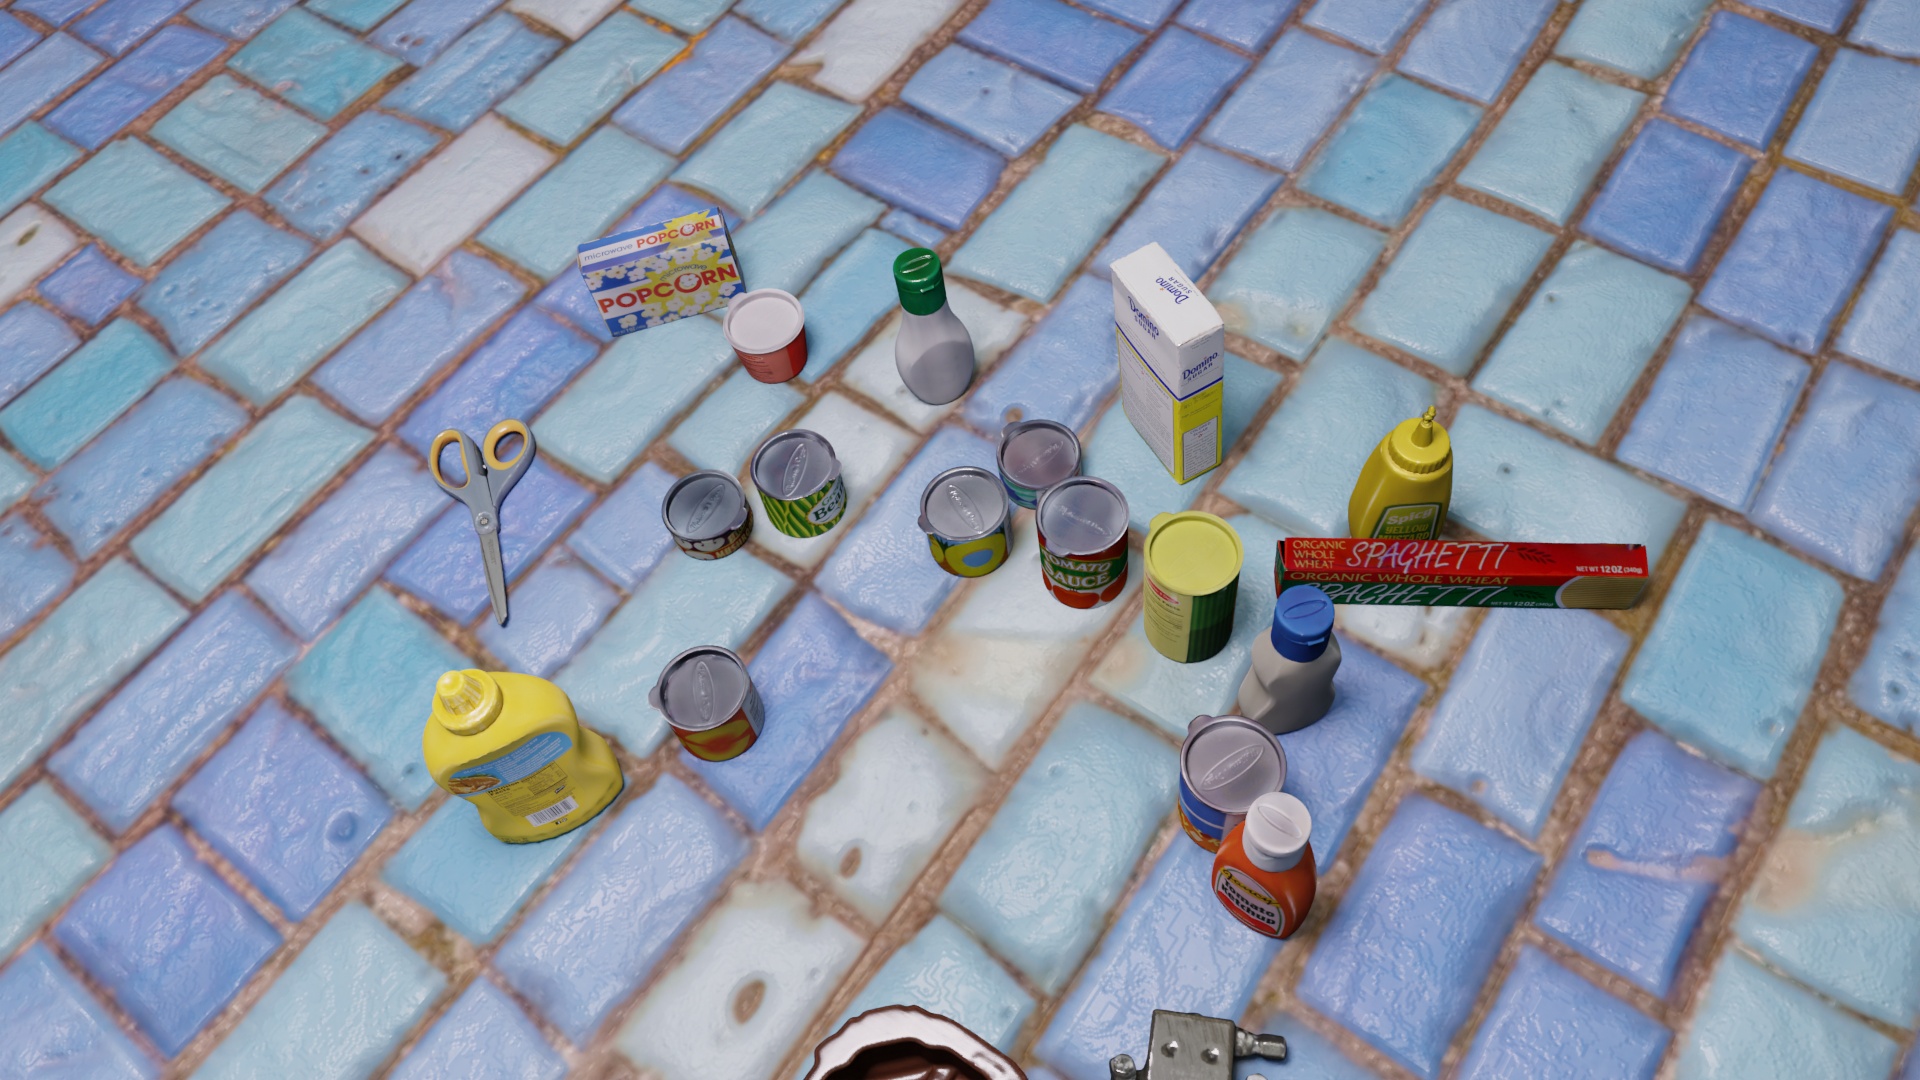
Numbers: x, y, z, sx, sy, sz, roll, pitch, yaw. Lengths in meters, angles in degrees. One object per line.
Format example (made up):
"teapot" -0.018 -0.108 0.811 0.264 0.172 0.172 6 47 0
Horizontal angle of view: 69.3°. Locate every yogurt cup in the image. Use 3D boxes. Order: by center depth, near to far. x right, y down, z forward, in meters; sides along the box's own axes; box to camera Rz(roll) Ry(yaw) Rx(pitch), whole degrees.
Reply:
"yogurt cup" -0.160 -0.169 1.166 0.072 0.053 0.073 -3 58 5

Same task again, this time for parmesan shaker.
"parmesan shaker" 0.160 0.032 0.976 0.071 0.102 0.071 -3 58 5

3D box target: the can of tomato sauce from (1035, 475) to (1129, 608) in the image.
"can of tomato sauce" 0.089 0.004 1.013 0.071 0.082 0.071 -3 58 5

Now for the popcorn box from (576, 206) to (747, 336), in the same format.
"popcorn box" -0.255 -0.231 1.197 0.127 0.085 0.038 -16 58 -3

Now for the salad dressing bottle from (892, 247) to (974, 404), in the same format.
"salad dressing bottle" -0.024 -0.168 1.095 0.064 0.147 0.044 -23 59 -7

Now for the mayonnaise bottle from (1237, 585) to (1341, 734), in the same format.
"mayonnaise bottle" 0.219 0.080 0.913 0.065 0.147 0.041 -17 58 -4

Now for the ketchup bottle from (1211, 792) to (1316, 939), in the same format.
"ketchup bottle" 0.188 0.195 0.845 0.065 0.148 0.044 33 68 23

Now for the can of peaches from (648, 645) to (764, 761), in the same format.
"can of peaches" -0.179 0.117 0.989 0.071 0.057 0.071 -3 58 5

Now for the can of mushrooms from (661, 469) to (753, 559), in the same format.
"can of mushrooms" -0.196 -0.019 1.090 0.071 0.033 0.071 -3 58 5

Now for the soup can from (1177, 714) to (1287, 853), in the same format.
"soup can" 0.174 0.159 0.907 0.071 0.083 0.071 -3 58 5

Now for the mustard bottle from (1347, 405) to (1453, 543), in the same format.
"mustard bottle" 0.311 -0.041 0.970 0.065 0.159 0.049 -5 58 4

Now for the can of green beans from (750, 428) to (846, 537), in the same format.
"can of green beans" -0.125 -0.044 1.083 0.071 0.057 0.071 -3 58 5

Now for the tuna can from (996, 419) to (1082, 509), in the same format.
"tuna can" 0.060 -0.061 1.086 0.071 0.032 0.071 -3 58 5

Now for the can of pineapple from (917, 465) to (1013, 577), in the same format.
"can of pineapple" 0.004 -0.013 1.049 0.071 0.057 0.071 -3 58 5

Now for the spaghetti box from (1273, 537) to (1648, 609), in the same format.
"spaghetti box" 0.351 0.024 0.990 0.250 0.050 0.029 1 59 7
